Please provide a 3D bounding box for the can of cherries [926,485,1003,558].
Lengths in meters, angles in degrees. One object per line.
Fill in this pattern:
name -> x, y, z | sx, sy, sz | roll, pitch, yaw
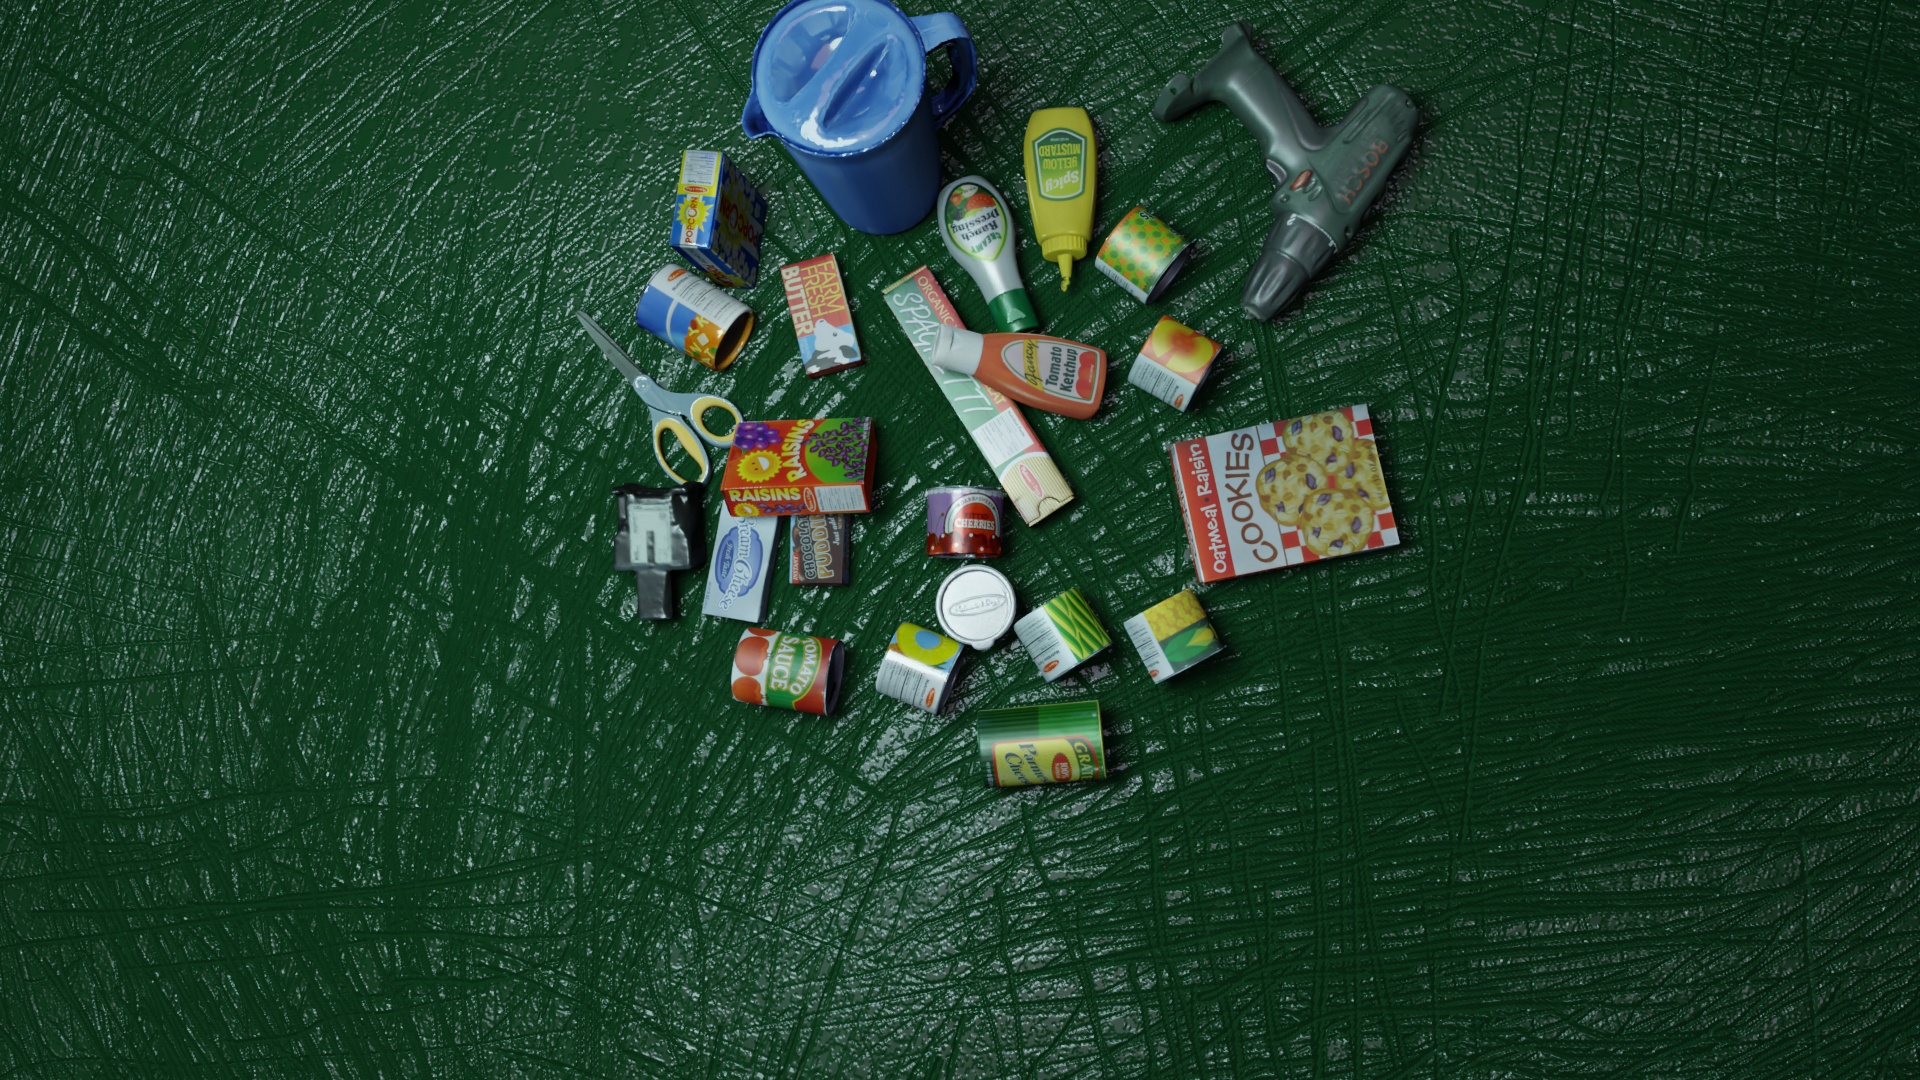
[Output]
can of cherries -> 0.004, -0.015, 1.193 | 0.071, 0.071, 0.058 | 1, 85, 6

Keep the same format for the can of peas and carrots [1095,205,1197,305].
can of peas and carrots -> 0.160, -0.249, 1.204 | 0.059, 0.071, 0.071 | 39, 89, 9

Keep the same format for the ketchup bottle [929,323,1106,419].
ketchup bottle -> 0.049, -0.150, 1.193 | 0.149, 0.043, 0.065 | 13, 74, -12

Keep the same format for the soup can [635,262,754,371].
soup can -> -0.237, -0.197, 1.241 | 0.084, 0.071, 0.071 | 31, 88, 7

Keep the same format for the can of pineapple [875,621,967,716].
can of pineapple -> -0.033, 0.108, 1.188 | 0.058, 0.071, 0.071 | 21, 87, 7

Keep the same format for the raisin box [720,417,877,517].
raisin box -> -0.138, -0.064, 1.208 | 0.123, 0.039, 0.086 | -2, 48, 6

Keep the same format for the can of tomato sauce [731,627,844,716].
can of tomato sauce -> -0.148, 0.112, 1.195 | 0.083, 0.071, 0.071 | 8, 85, 7

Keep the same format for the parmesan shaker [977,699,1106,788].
parmesan shaker -> 0.069, 0.174, 1.171 | 0.103, 0.071, 0.071 | -6, 84, 6

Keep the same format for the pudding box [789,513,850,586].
pudding box -> -0.124, -0.002, 1.225 | 0.050, 0.030, 0.084 | 0, 84, 7

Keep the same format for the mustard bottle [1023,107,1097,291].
mustard bottle -> 0.091, -0.299, 1.225 | 0.065, 0.049, 0.160 | -4, 84, 7

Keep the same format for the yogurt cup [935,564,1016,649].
yogurt cup -> 0.015, 0.056, 1.193 | 0.072, 0.054, 0.072 | -1, 84, 6

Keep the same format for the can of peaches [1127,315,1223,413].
can of peaches -> 0.185, -0.153, 1.193 | 0.058, 0.071, 0.071 | 30, 88, 8

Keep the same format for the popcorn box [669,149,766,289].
popcorn box -> -0.210, -0.278, 1.214 | 0.038, 0.126, 0.085 | 6, 85, 9

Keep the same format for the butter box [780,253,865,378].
butter box -> -0.124, -0.202, 1.249 | 0.053, 0.024, 0.103 | -15, 83, 3

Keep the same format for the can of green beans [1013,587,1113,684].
can of green beans -> 0.087, 0.080, 1.177 | 0.071, 0.071, 0.058 | -32, 82, 2

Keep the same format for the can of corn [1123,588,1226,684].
can of corn -> 0.181, 0.079, 1.169 | 0.071, 0.071, 0.058 | -28, 82, 3

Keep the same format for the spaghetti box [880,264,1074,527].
spaghetti box -> 0.015, -0.128, 1.225 | 0.050, 0.028, 0.250 | -32, 82, 2

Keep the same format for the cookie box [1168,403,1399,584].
cookie box -> 0.273, -0.038, 1.184 | 0.167, 0.040, 0.123 | -12, 83, 3

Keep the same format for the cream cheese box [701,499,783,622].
cream cheese box -> -0.193, 0.019, 1.233 | 0.053, 0.024, 0.104 | 9, 85, 5

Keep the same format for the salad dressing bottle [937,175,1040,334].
salad dressing bottle -> 0.027, -0.248, 1.228 | 0.064, 0.044, 0.148 | -23, 83, 2
